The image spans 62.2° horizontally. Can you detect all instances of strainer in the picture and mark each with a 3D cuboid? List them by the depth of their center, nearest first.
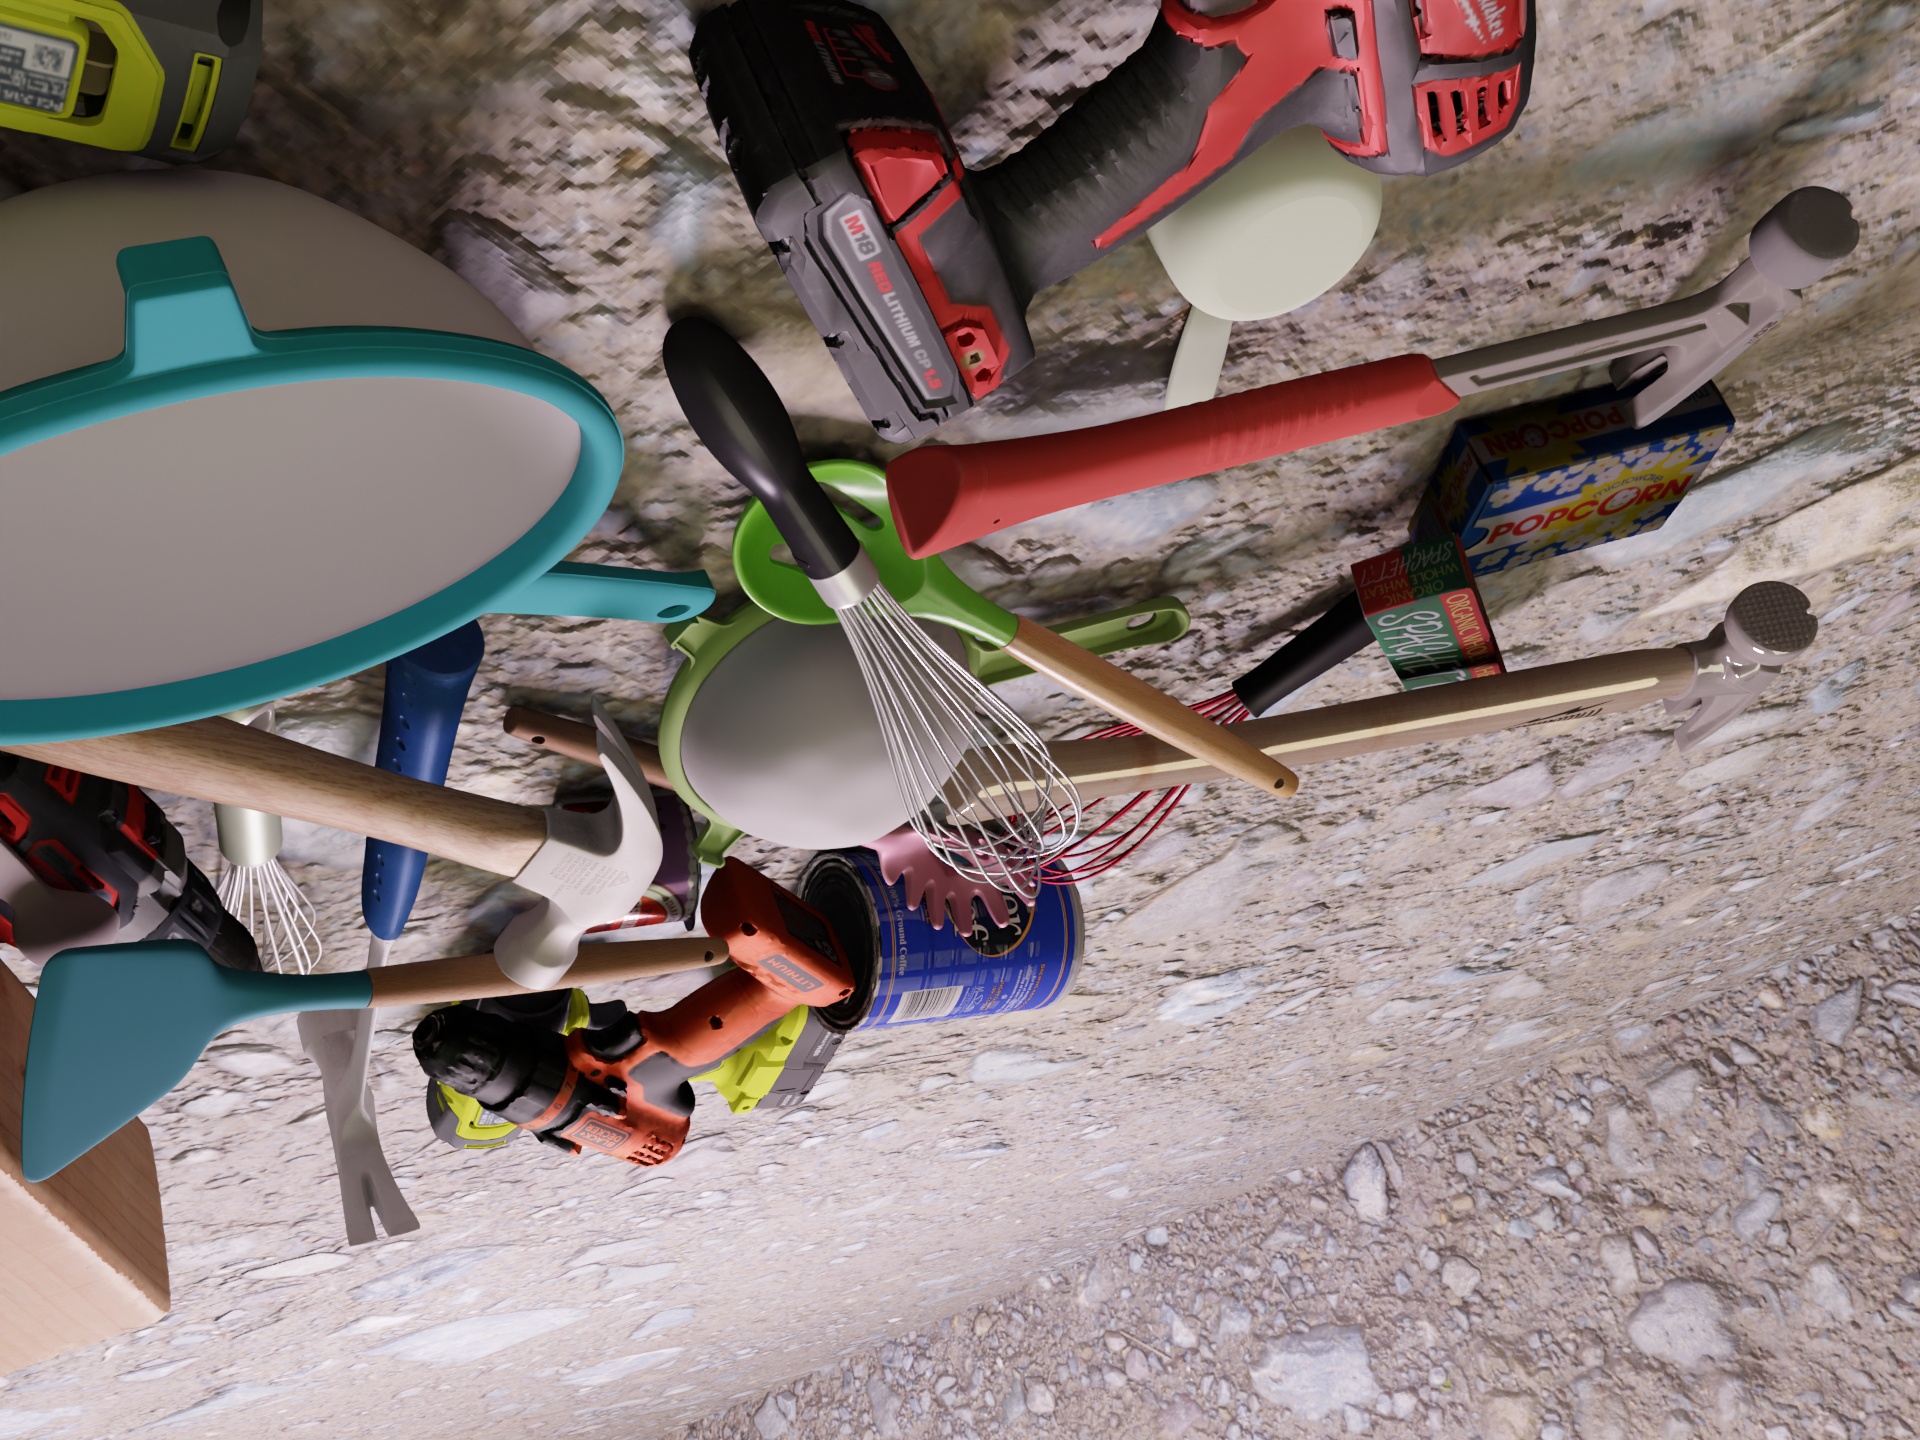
[{"bbox_3d":[-0.180,-0.078,0.475,0.211,0.095,0.340,-27,172,20],"label":"strainer"},{"bbox_3d":[-0.001,-0.002,0.704,0.256,0.069,0.151,-15,137,-18],"label":"strainer"}]

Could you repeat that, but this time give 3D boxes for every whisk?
[{"bbox_3d":[-0.028,-0.031,0.590,0.070,0.070,0.284,-25,128,11],"label":"whisk"},{"bbox_3d":[-0.304,0.056,0.680,0.058,0.059,0.246,-46,169,-39],"label":"whisk"},{"bbox_3d":[0.136,0.000,0.850,0.296,0.073,0.073,-36,149,19],"label":"whisk"}]

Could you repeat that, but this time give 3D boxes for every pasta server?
[{"bbox_3d":[-0.081,0.048,0.776,0.316,0.040,0.060,22,128,-42],"label":"pasta server"}]

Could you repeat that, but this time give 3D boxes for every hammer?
[{"bbox_3d":[-0.249,0.013,0.545,0.331,0.031,0.130,22,121,-38],"label":"hammer"},{"bbox_3d":[0.146,-0.118,0.606,0.359,0.037,0.149,-16,168,-11],"label":"hammer"},{"bbox_3d":[-0.259,0.099,0.719,0.035,0.144,0.405,-7,145,-31],"label":"hammer"},{"bbox_3d":[0.195,0.008,0.796,0.410,0.038,0.146,-9,159,1],"label":"hammer"}]

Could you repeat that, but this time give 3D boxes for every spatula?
[{"bbox_3d":[-0.215,0.113,0.652,0.044,0.082,0.317,18,-169,41],"label":"spatula"}]

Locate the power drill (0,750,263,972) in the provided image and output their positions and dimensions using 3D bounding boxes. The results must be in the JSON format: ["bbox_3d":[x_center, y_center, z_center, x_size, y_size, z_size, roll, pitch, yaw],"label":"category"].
[{"bbox_3d":[-0.405,0.089,0.608,0.226,0.080,0.187,-21,141,-3],"label":"power drill"}]

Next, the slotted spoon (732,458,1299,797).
[{"bbox_3d":[0.037,-0.026,0.671,0.313,0.031,0.070,26,107,-32],"label":"slotted spoon"}]

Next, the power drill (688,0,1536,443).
[{"bbox_3d":[0.048,-0.179,0.427,0.219,0.079,0.143,-26,148,5],"label":"power drill"}]

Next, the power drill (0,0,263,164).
[{"bbox_3d":[-0.185,-0.195,0.247,0.171,0.080,0.223,2,150,-38],"label":"power drill"}]

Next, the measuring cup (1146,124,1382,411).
[{"bbox_3d":[0.099,-0.144,0.567,0.083,0.038,0.167,-13,151,-13],"label":"measuring cup"}]

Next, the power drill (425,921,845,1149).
[{"bbox_3d":[-0.188,0.175,0.941,0.228,0.080,0.190,1,138,-30],"label":"power drill"}]

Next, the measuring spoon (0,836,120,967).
[{"bbox_3d":[-0.331,0.052,0.537,0.034,0.018,0.124,-24,140,-4],"label":"measuring spoon"}]
